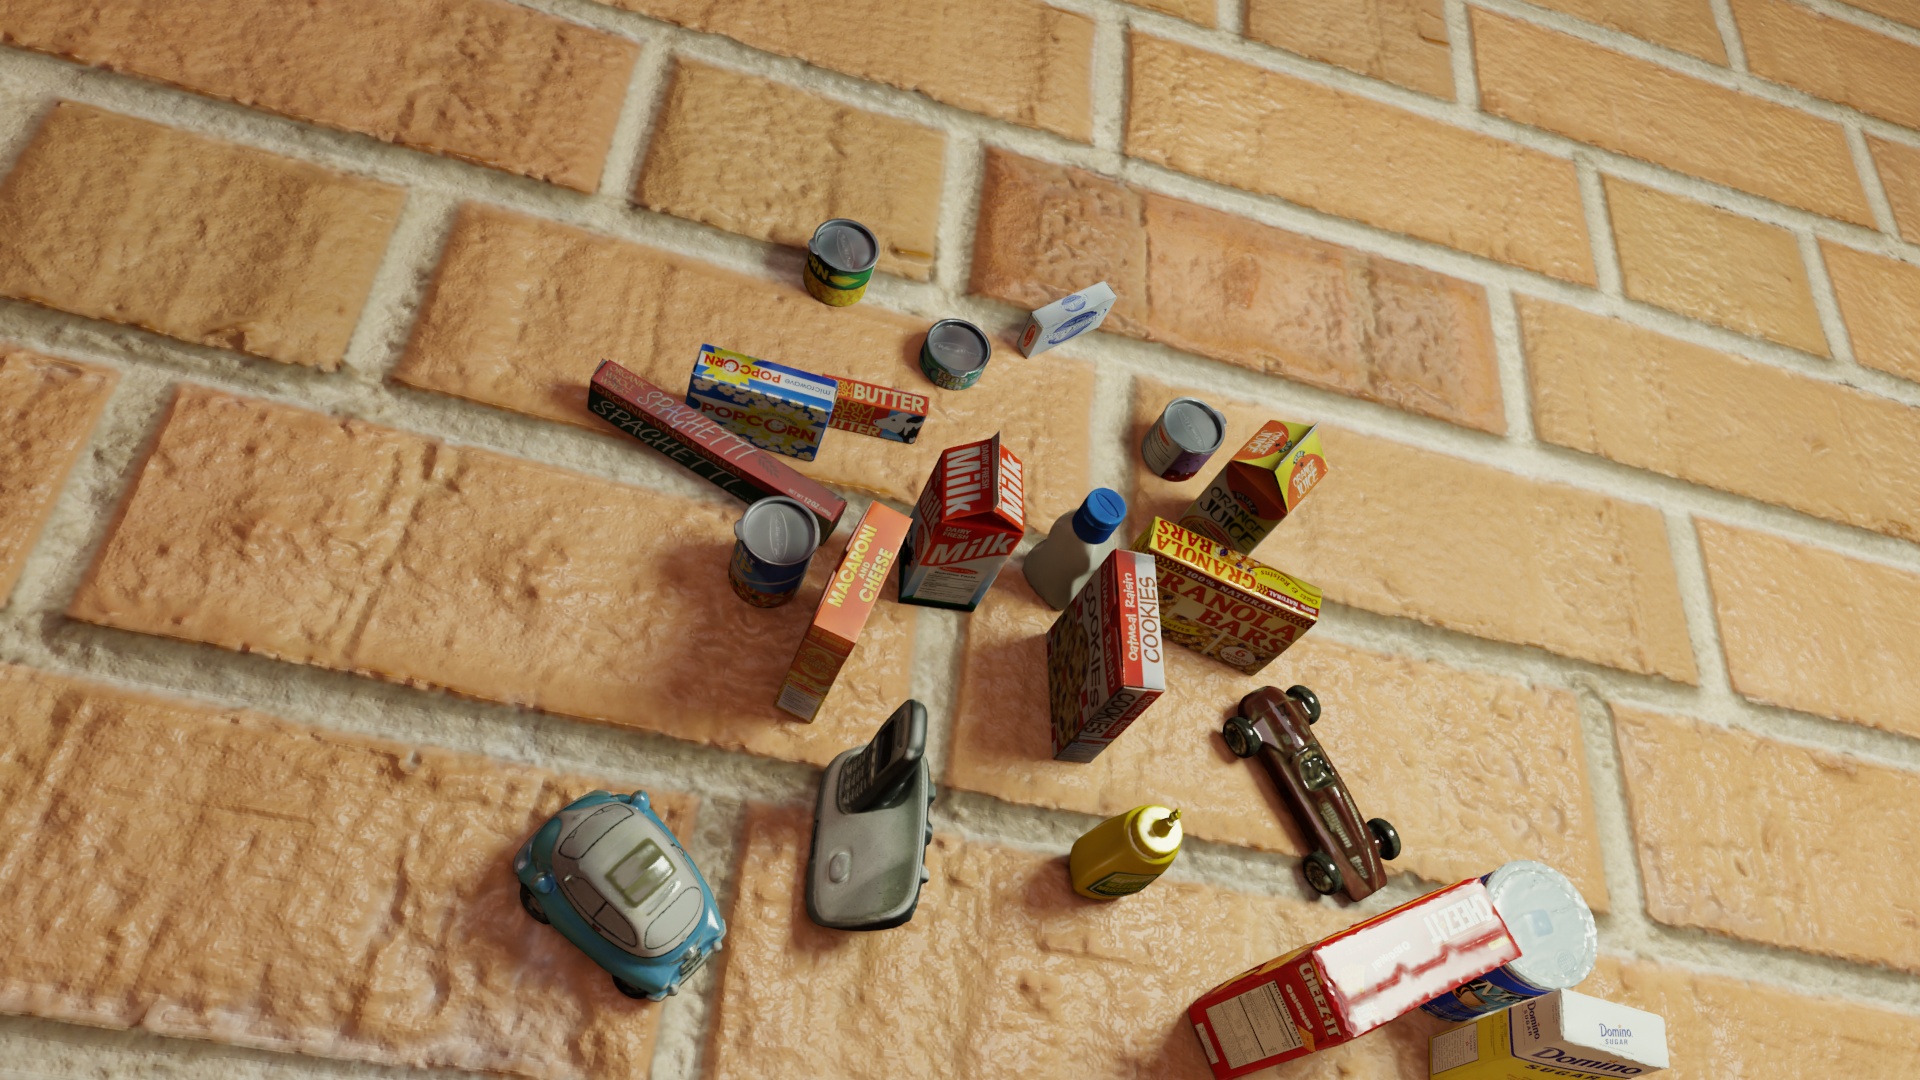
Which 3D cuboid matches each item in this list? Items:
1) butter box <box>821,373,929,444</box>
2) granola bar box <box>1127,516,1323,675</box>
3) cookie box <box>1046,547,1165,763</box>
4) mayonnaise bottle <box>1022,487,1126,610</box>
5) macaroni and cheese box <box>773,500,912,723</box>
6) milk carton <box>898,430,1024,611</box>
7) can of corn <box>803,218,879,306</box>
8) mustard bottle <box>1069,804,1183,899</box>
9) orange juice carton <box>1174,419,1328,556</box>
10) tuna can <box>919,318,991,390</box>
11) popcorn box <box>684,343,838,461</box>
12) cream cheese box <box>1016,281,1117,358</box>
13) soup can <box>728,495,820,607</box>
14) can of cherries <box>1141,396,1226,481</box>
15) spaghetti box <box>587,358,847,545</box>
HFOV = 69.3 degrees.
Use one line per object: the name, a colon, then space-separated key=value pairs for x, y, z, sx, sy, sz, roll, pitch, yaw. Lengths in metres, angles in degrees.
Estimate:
butter box: x=-0.085 y=-0.122 z=1.297 sx=0.103 sy=0.053 sz=0.024 roll=12 pitch=59 yaw=-12
granola bar box: x=0.223 y=0.054 z=1.257 sx=0.165 sy=0.123 sz=0.039 roll=23 pitch=57 yaw=-5
cookie box: x=0.118 y=0.100 z=1.169 sx=0.040 sy=0.166 sz=0.123 roll=8 pitch=60 yaw=-14
mayonnaise bottle: x=0.104 y=0.005 z=1.230 sx=0.041 sy=0.147 sz=0.065 roll=-33 pitch=76 yaw=-30
macaroni and cheese box: x=-0.097 y=0.060 z=1.121 sx=0.040 sy=0.165 sz=0.124 roll=26 pitch=57 yaw=-3
milk carton: x=0.004 y=-0.015 z=1.183 sx=0.073 sy=0.189 sz=0.072 roll=8 pitch=59 yaw=-14
can of corn: x=-0.121 y=-0.273 z=1.369 sx=0.071 sy=0.058 sz=0.071 roll=8 pitch=59 yaw=-14
mustard bottle: x=0.137 y=0.243 z=1.098 sx=0.065 sy=0.159 sz=0.049 roll=6 pitch=60 yaw=-15
orange juice carton: x=0.270 y=-0.042 z=1.286 sx=0.073 sy=0.191 sz=0.072 roll=44 pitch=58 yaw=9
tuna can: x=-0.006 y=-0.181 z=1.370 sx=0.071 sy=0.032 sz=0.071 roll=8 pitch=59 yaw=-14
popcorn box: x=-0.180 y=-0.122 z=1.247 sx=0.127 sy=0.084 sz=0.038 roll=15 pitch=58 yaw=-10
cream cheese box: x=0.108 y=-0.226 z=1.421 sx=0.104 sy=0.053 sz=0.024 roll=-28 pitch=73 yaw=-29
soup can: x=-0.162 y=0.011 z=1.177 sx=0.071 sy=0.083 sz=0.071 roll=8 pitch=59 yaw=-14
can of cherries: x=0.224 y=-0.100 z=1.384 sx=0.071 sy=0.058 sz=0.072 roll=8 pitch=59 yaw=-14
spaghetti box: x=-0.218 y=-0.077 z=1.229 sx=0.250 sy=0.050 sz=0.029 roll=31 pitch=57 yaw=0
